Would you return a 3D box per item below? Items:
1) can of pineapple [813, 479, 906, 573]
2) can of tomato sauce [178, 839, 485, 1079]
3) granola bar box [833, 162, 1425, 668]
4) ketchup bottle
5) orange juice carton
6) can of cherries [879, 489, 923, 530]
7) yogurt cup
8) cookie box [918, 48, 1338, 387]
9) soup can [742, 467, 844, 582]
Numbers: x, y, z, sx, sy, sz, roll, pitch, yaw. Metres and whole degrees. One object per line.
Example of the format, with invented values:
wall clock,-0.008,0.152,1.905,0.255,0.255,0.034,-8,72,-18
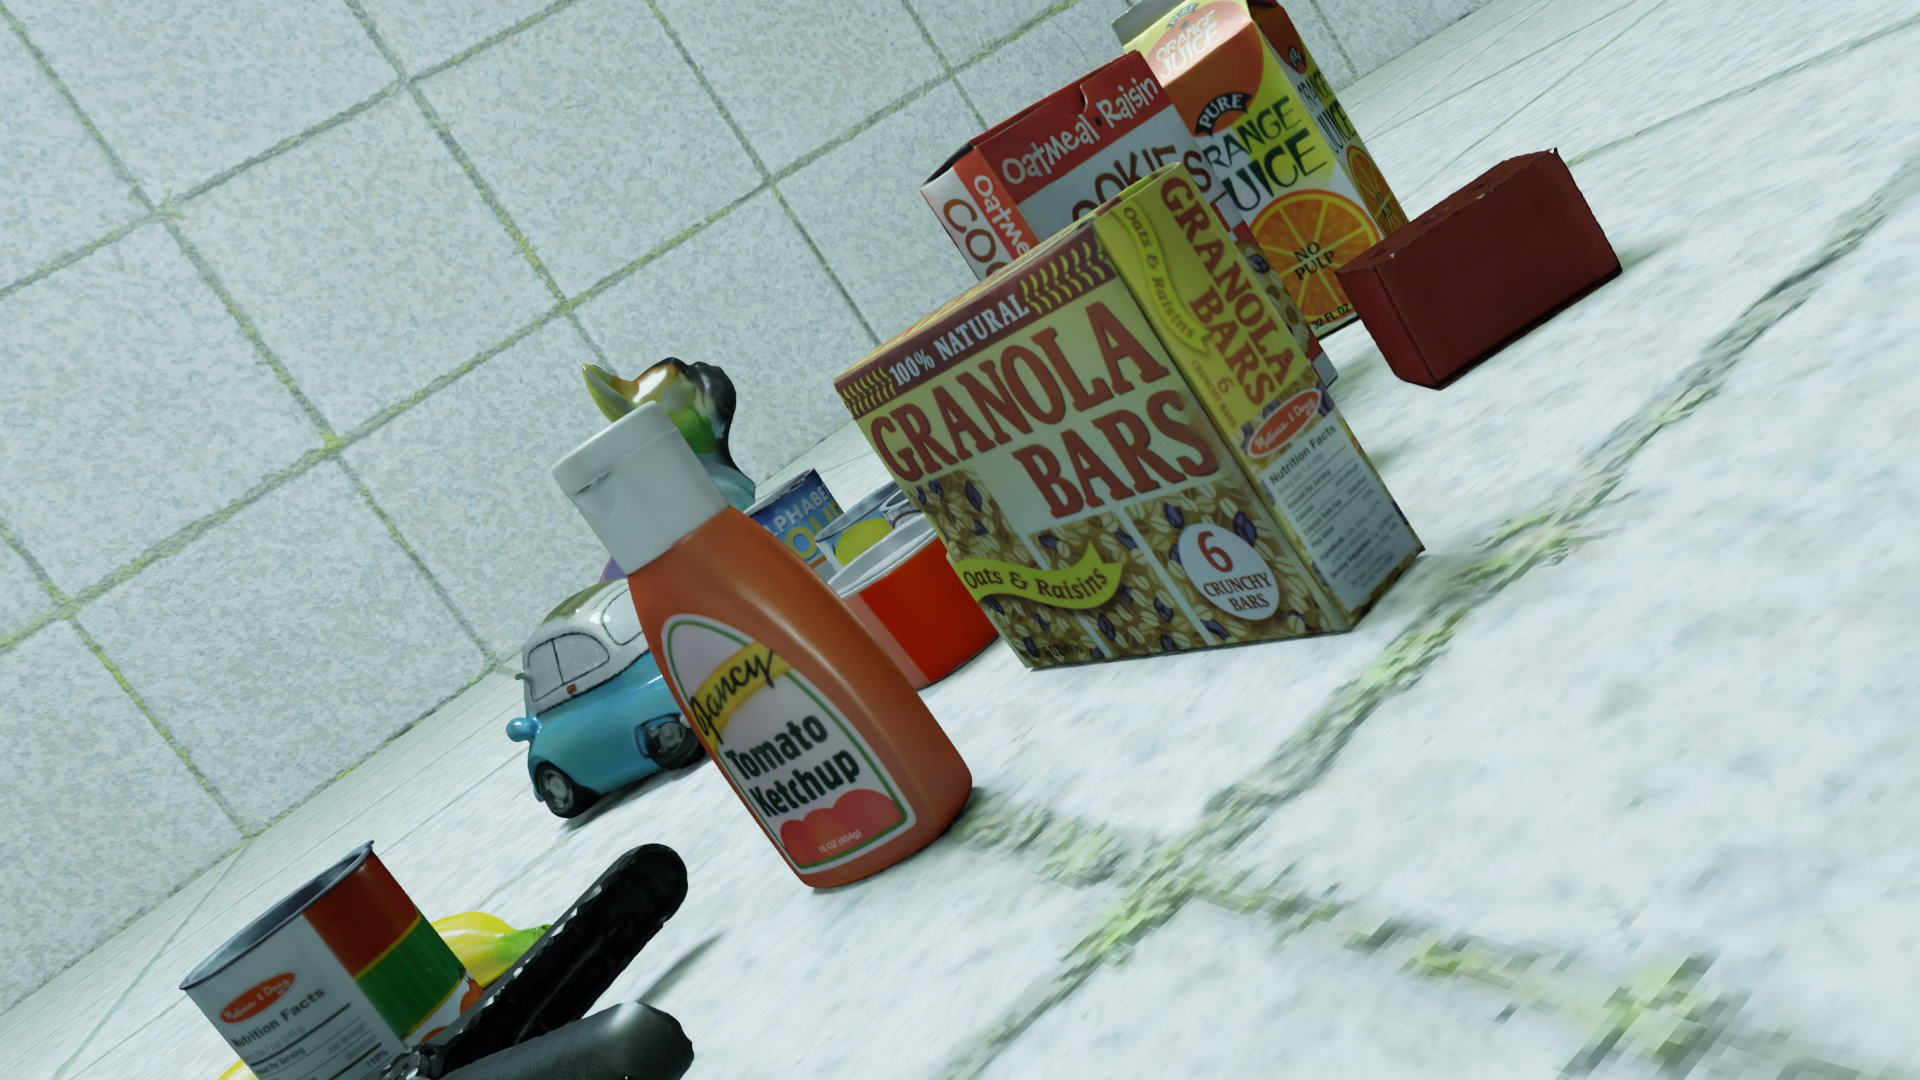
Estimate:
can of pineapple,-0.033,0.004,0.731,0.071,0.058,0.071,-33,9,6
can of tomato sauce,-0.194,0.151,0.450,0.071,0.083,0.071,-33,9,6
granola bar box,0.038,-0.025,0.420,0.039,0.124,0.165,-39,10,-27
ketchup bottle,-0.061,0.030,0.408,0.064,0.148,0.044,-29,10,30
orange juice carton,0.155,-0.201,0.707,0.071,0.192,0.073,-29,10,33
can of cherries,0.002,-0.008,0.668,0.071,0.058,0.071,-33,9,6
yogurt cup,-0.017,0.026,0.575,0.072,0.054,0.072,-33,9,6
cookie box,0.075,-0.105,0.569,0.040,0.167,0.123,-24,13,49
soup can,-0.090,0.009,0.822,0.071,0.083,0.071,-33,9,6
